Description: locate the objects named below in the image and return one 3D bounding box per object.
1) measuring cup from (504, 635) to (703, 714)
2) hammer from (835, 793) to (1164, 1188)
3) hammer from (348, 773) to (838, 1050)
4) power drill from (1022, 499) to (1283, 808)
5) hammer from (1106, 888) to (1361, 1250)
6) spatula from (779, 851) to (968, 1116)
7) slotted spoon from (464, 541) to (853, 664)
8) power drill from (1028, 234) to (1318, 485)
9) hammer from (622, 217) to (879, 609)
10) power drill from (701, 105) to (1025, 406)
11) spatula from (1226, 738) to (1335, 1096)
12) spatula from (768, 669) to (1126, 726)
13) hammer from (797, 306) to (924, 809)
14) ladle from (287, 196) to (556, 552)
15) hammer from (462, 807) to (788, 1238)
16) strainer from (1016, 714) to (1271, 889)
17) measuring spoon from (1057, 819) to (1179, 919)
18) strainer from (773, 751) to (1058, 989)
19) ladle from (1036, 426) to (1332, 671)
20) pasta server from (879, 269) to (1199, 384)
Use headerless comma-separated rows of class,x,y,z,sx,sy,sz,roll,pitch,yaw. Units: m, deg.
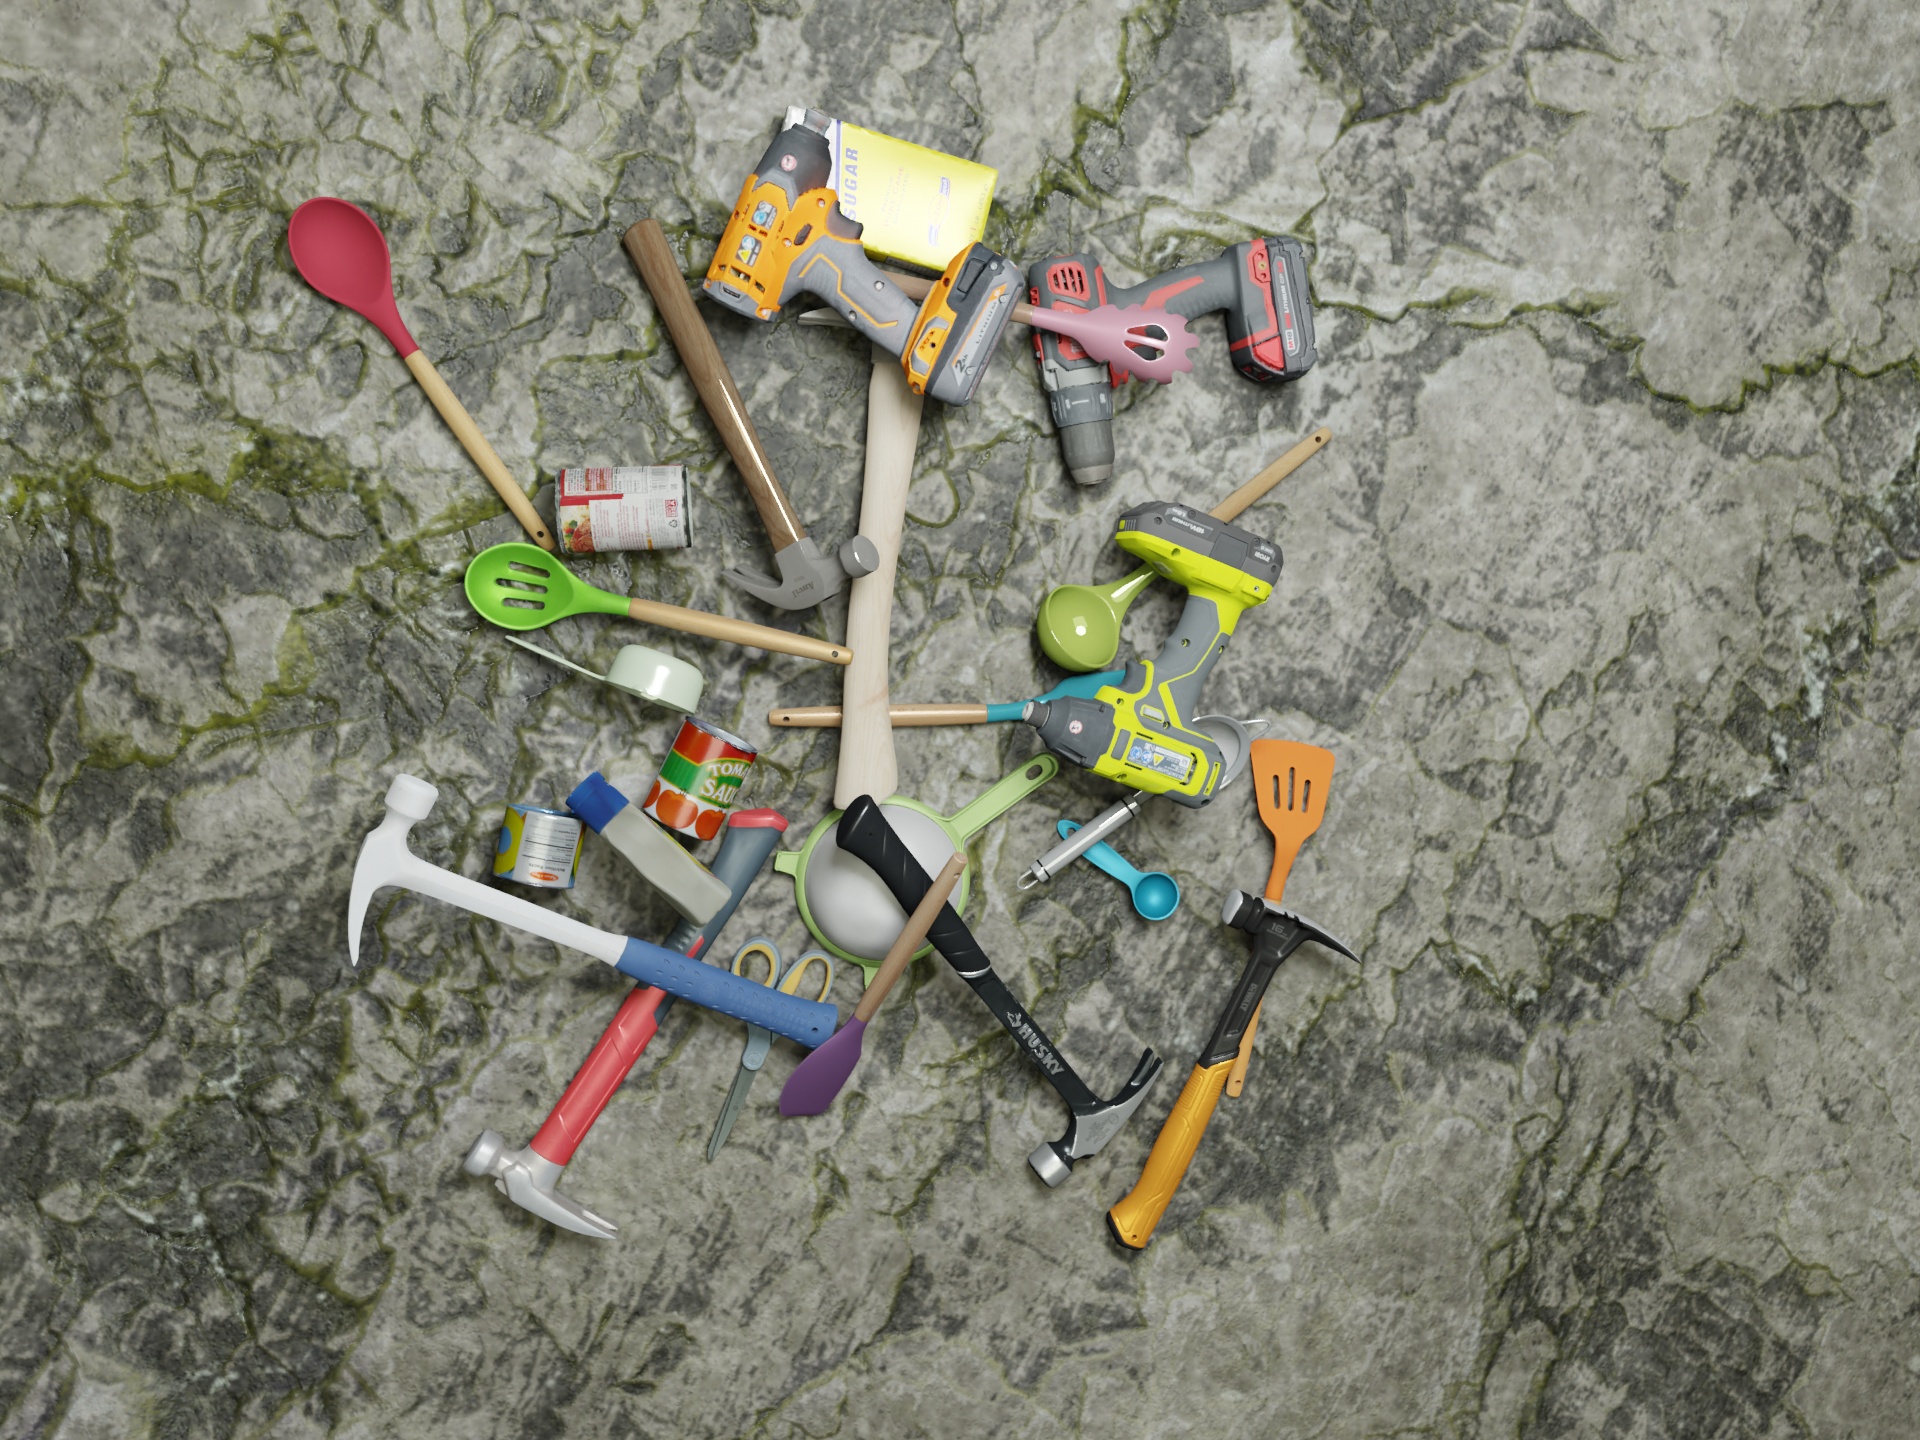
measuring cup,-0.286,-0.051,1.286,0.167,0.083,0.038,21,84,4
hammer,0.026,0.217,1.331,0.149,0.036,0.408,-39,115,-7
hammer,-0.283,0.185,1.262,0.405,0.035,0.144,26,91,-24
power drill,0.158,-0.058,1.292,0.171,0.080,0.223,20,89,-15
hammer,0.225,0.320,1.404,0.127,0.034,0.337,24,97,-9
spatula,-0.071,0.223,1.292,0.059,0.018,0.315,8,126,-36
slotted spoon,-0.240,-0.083,1.277,0.313,0.031,0.070,12,94,0
power drill,0.175,-0.303,1.325,0.226,0.080,0.188,-10,97,-5
hammer,-0.186,-0.242,1.269,0.130,0.031,0.331,-25,91,34
power drill,-0.068,-0.355,1.223,0.226,0.084,0.164,26,106,1
spatula,0.272,0.179,1.420,0.081,0.041,0.322,8,99,-10
spatula,-0.002,-0.004,1.342,0.317,0.044,0.082,-2,106,-8
hammer,-0.078,-0.132,1.303,0.146,0.038,0.410,5,90,-9
ladle,-0.416,-0.267,1.254,0.069,0.031,0.315,-34,102,-2
hammer,-0.249,0.247,1.332,0.143,0.038,0.386,34,90,-13
strainer,0.152,0.066,1.373,0.258,0.050,0.086,-36,126,-3
measuring spoon,0.136,0.128,1.397,0.128,0.021,0.042,37,83,-2
strainer,-0.019,0.110,1.338,0.256,0.069,0.151,-36,100,-3
ladle,0.196,-0.153,1.354,0.320,0.062,0.078,-38,94,-6
pasta server,0.034,-0.330,1.276,0.316,0.040,0.060,15,101,10
